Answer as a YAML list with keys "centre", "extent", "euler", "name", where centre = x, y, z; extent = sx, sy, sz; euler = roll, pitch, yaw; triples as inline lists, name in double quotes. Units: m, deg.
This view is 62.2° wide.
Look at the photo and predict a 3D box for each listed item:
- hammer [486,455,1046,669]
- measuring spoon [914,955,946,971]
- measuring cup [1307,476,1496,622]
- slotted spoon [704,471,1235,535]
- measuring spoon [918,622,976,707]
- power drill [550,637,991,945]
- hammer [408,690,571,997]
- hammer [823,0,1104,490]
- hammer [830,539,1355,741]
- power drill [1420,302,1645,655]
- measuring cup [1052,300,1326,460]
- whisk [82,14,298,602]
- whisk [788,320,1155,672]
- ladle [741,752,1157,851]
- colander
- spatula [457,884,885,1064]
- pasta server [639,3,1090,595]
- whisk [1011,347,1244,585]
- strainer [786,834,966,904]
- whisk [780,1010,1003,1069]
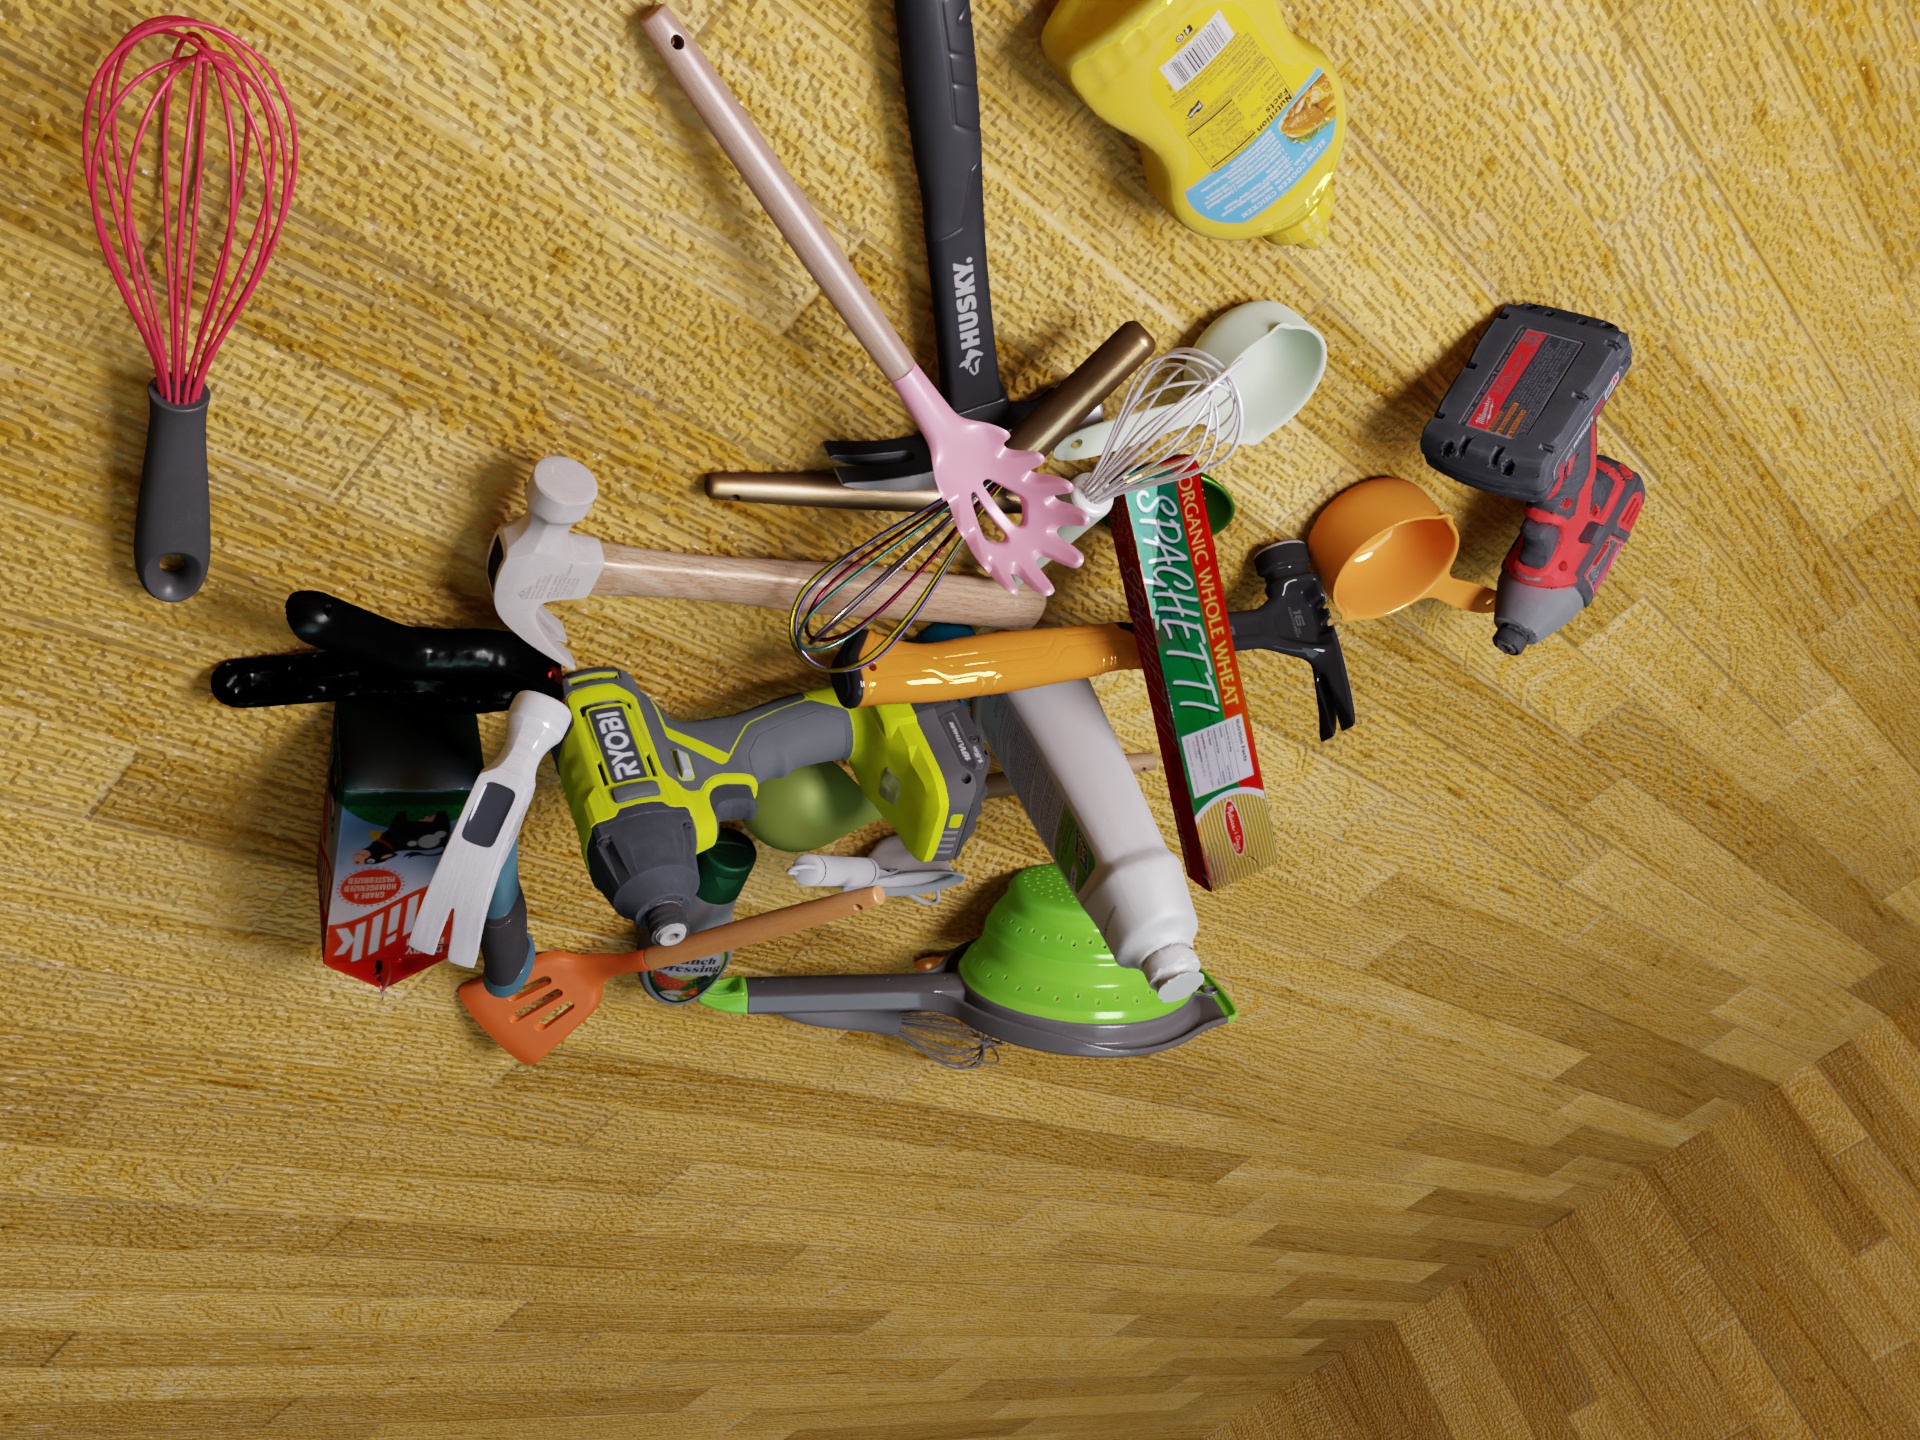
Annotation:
- centre: [-0.093, -0.072, 0.869]
  extent: [0.331, 0.031, 0.130]
  euler: [2, 145, -35]
  name: "hammer"
- centre: [0.017, 0.193, 1.276]
  extent: [0.117, 0.011, 0.021]
  euler: [0, 156, -28]
  name: "measuring spoon"
- centre: [0.297, -0.106, 1.042]
  extent: [0.173, 0.052, 0.095]
  euler: [11, 131, -41]
  name: "measuring cup"
- centre: [0.012, -0.125, 0.878]
  extent: [0.313, 0.031, 0.070]
  euler: [-2, 155, -25]
  name: "slotted spoon"
- centre: [-0.002, -0.003, 0.992]
  extent: [0.042, 0.021, 0.128]
  euler: [-17, 125, -15]
  name: "measuring spoon"
- centre: [-0.105, 0.035, 0.891]
  extent: [0.223, 0.171, 0.080]
  euler: [-10, 142, -24]
  name: "power drill"
- centre: [-0.260, 0.102, 0.902]
  extent: [0.033, 0.128, 0.331]
  euler: [21, 154, -5]
  name: "hammer"
- centre: [-0.009, -0.237, 0.722]
  extent: [0.146, 0.035, 0.334]
  euler: [-19, 143, -9]
  name: "hammer"
- centre: [0.084, -0.034, 0.931]
  extent: [0.336, 0.127, 0.034]
  euler: [-7, 165, -27]
  name: "hammer"
- centre: [0.359, -0.139, 0.980]
  extent: [0.143, 0.079, 0.219]
  euler: [-56, 144, -8]
  name: "power drill"
- centre: [0.116, -0.176, 0.851]
  extent: [0.167, 0.038, 0.083]
  euler: [-20, 145, -16]
  name: "measuring cup"
- centre: [-0.315, -0.148, 0.645]
  extent: [0.073, 0.073, 0.295]
  euler: [0, 143, -29]
  name: "whisk"
- centre: [0.001, -0.115, 0.813]
  extent: [0.245, 0.047, 0.051]
  euler: [-43, 143, 11]
  name: "whisk"
- centre: [0.000, 0.037, 1.068]
  extent: [0.320, 0.062, 0.078]
  euler: [-7, 140, -33]
  name: "ladle"
- centre: [0.008, 0.164, 1.164]
  extent: [0.397, 0.205, 0.094]
  euler: [1, 104, -12]
  name: "colander"
- centre: [-0.186, 0.156, 1.031]
  extent: [0.322, 0.041, 0.081]
  euler: [-19, 120, 28]
  name: "spatula"
- centre: [-0.037, -0.176, 0.711]
  extent: [0.060, 0.040, 0.315]
  euler: [-45, 126, -8]
  name: "pasta server"
- centre: [0.072, -0.120, 0.813]
  extent: [0.059, 0.058, 0.246]
  euler: [-42, -177, -28]
  name: "whisk"
- centre: [-0.059, 0.097, 1.042]
  extent: [0.087, 0.050, 0.258]
  euler: [-10, 171, 15]
  name: "strainer"
- centre: [-0.055, 0.245, 1.277]
  extent: [0.238, 0.055, 0.055]
  euler: [20, 125, -39]
  name: "whisk"
